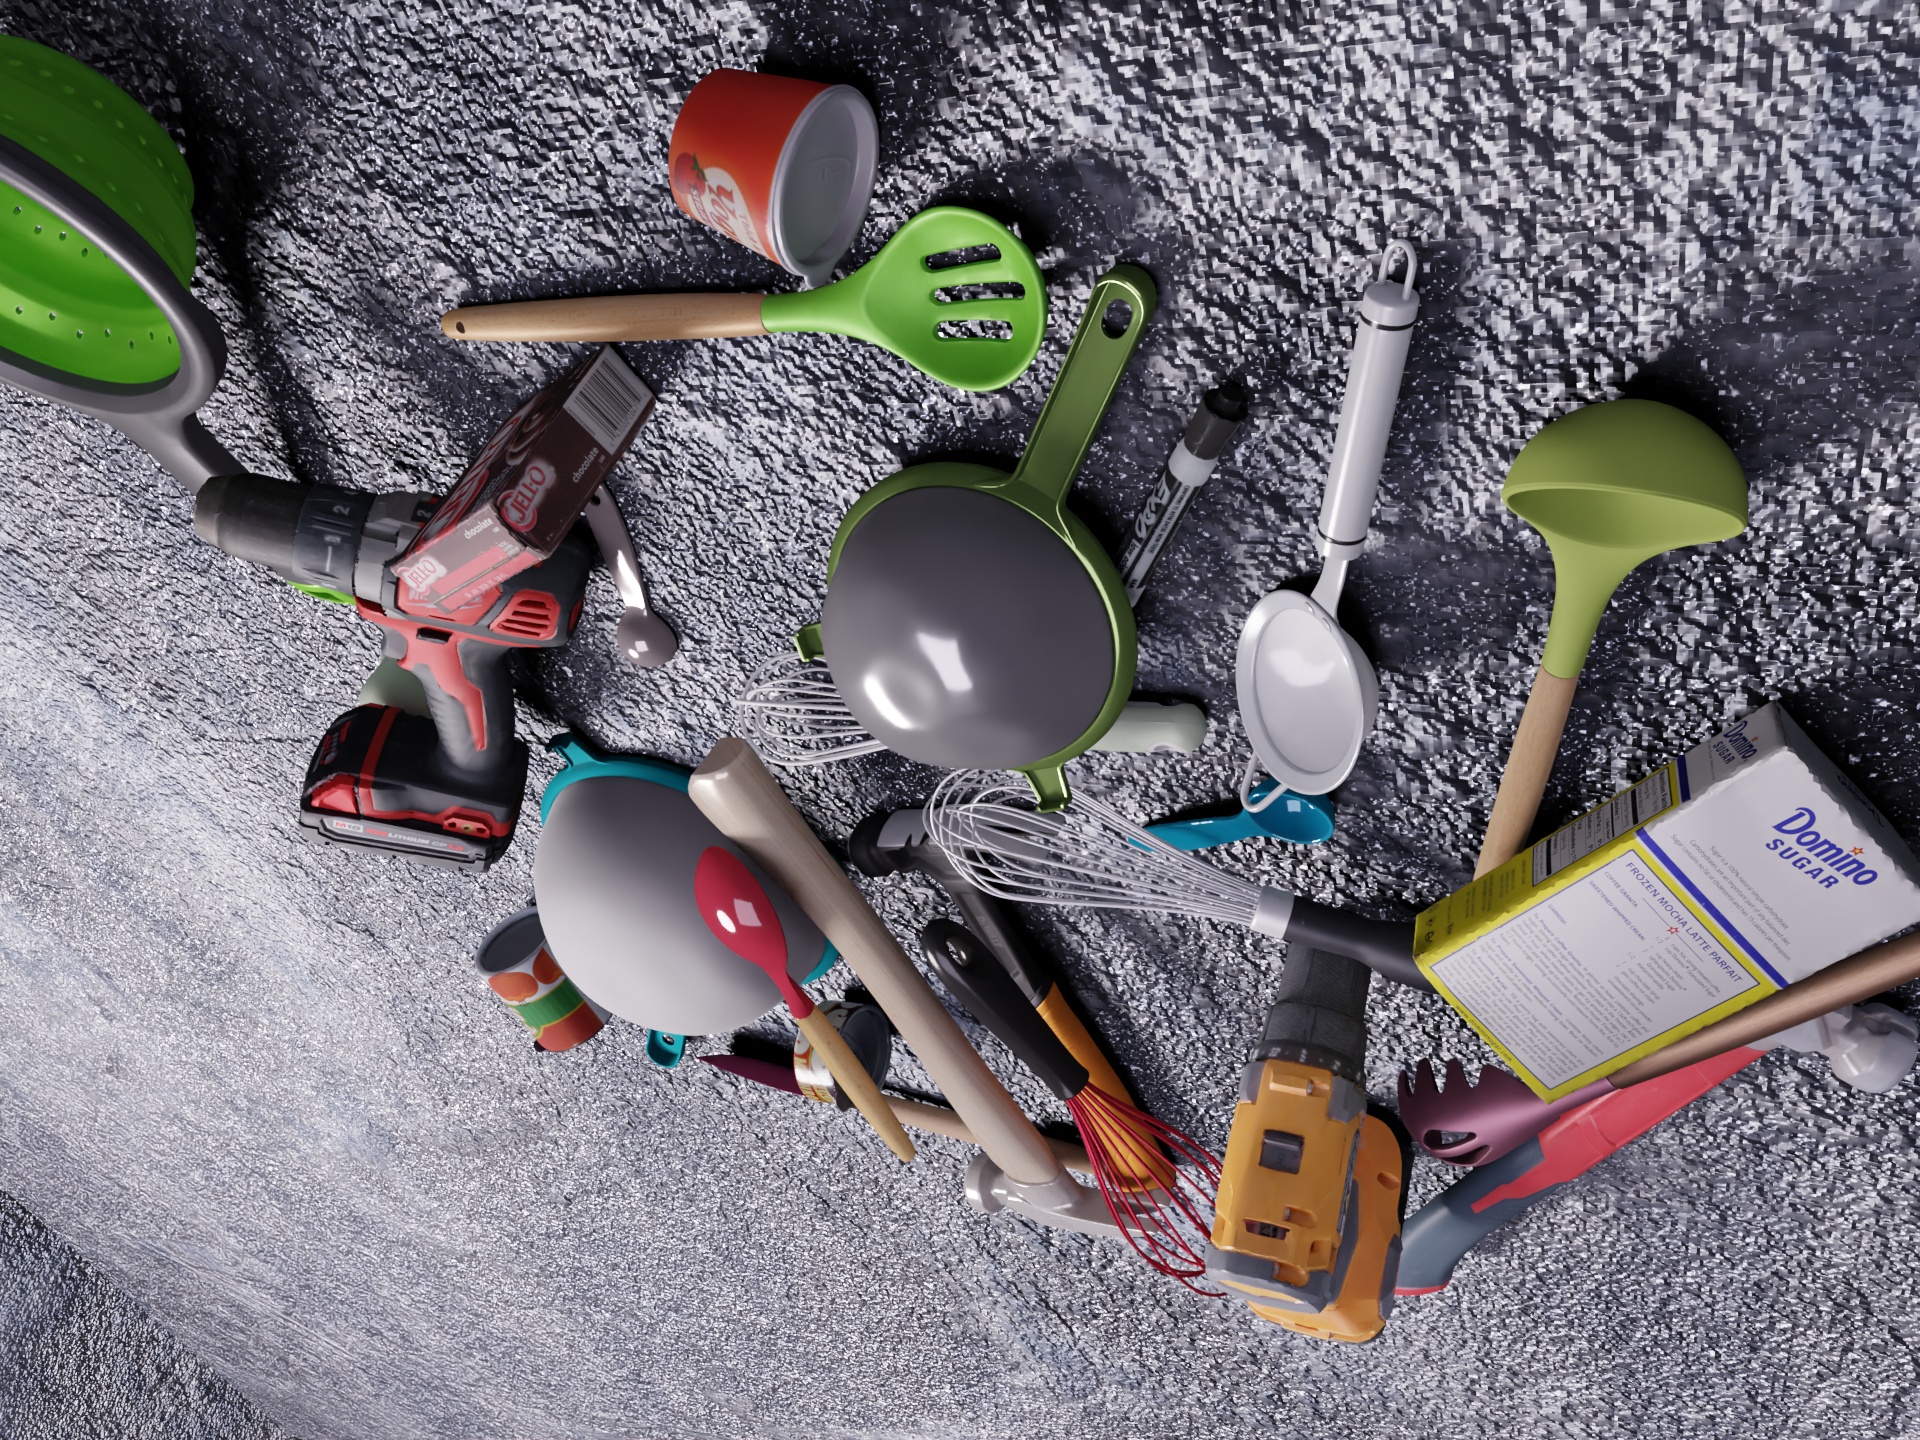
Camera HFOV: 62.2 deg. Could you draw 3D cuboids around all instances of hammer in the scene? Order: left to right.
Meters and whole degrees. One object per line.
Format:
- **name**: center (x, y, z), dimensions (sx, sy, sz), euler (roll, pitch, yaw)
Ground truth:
- **hammer**: center (-0.020, 0.166, 0.915), dimensions (0.146, 0.038, 0.410), euler (-5, 131, 39)
- **hammer**: center (0.061, 0.177, 0.932), dimensions (0.127, 0.034, 0.336), euler (-4, 131, 35)
- **hammer**: center (0.298, 0.215, 0.830), dimensions (0.143, 0.038, 0.386), euler (28, 141, 3)

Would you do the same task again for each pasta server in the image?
- **pasta server**: center (0.309, 0.140, 0.697), dimensions (0.060, 0.040, 0.316), euler (39, 136, -8)

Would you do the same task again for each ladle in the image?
- **ladle**: center (-0.084, 0.183, 0.940), dimensions (0.069, 0.031, 0.315), euler (26, 153, 40)
- **ladle**: center (0.232, 0.005, 0.632), dimensions (0.078, 0.062, 0.319), euler (11, 140, 14)

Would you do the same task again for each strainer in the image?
- **strainer**: center (-0.198, 0.166, 1.024), dimensions (0.211, 0.095, 0.340), euler (24, 139, 5)
- **strainer**: center (0.012, -0.065, 0.648), dimensions (0.151, 0.069, 0.256), euler (33, 132, 8)
- **strainer**: center (0.149, -0.064, 0.618), dimensions (0.087, 0.050, 0.258), euler (-124, 26, -43)

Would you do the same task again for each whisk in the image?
- **whisk**: center (-0.001, -0.002, 0.772), dimensions (0.246, 0.059, 0.057), euler (3, 171, 23)
- **whisk**: center (0.075, 0.219, 0.896), dimensions (0.073, 0.073, 0.295), euler (-25, 112, 44)
- **whisk**: center (0.118, 0.083, 0.761), dimensions (0.284, 0.070, 0.070), euler (17, 139, 8)

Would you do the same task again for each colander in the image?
- **colander**: center (-0.396, -0.194, 0.777), dimensions (0.204, 0.095, 0.396), euler (8, 154, 19)

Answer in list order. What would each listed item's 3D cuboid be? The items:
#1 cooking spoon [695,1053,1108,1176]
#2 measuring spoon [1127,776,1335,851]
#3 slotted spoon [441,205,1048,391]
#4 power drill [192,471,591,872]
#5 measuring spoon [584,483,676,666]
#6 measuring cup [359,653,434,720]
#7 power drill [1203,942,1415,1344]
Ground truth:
- **cooking spoon**: center (-0.037, 0.269, 1.094), dimensions (0.319, 0.017, 0.068), euler (11, 169, 19)
- **measuring spoon**: center (0.128, 0.045, 0.770), dimensions (0.042, 0.021, 0.128), euler (39, 149, -24)
- **slotted spoon**: center (-0.100, -0.171, 0.661), dimensions (0.314, 0.031, 0.070), euler (6, 119, 29)
- **power drill**: center (-0.305, -0.029, 0.845), dimensions (0.187, 0.080, 0.226), euler (13, 132, -12)
- **measuring spoon**: center (-0.176, -0.073, 0.816), dimensions (0.034, 0.018, 0.124), euler (10, 136, 22)
- **measuring cup**: center (-0.303, -0.020, 0.930), dimensions (0.083, 0.038, 0.167), euler (40, 141, -13)
- **power drill**: center (0.186, 0.221, 0.827), dimensions (0.084, 0.185, 0.226), euler (6, 155, 23)
